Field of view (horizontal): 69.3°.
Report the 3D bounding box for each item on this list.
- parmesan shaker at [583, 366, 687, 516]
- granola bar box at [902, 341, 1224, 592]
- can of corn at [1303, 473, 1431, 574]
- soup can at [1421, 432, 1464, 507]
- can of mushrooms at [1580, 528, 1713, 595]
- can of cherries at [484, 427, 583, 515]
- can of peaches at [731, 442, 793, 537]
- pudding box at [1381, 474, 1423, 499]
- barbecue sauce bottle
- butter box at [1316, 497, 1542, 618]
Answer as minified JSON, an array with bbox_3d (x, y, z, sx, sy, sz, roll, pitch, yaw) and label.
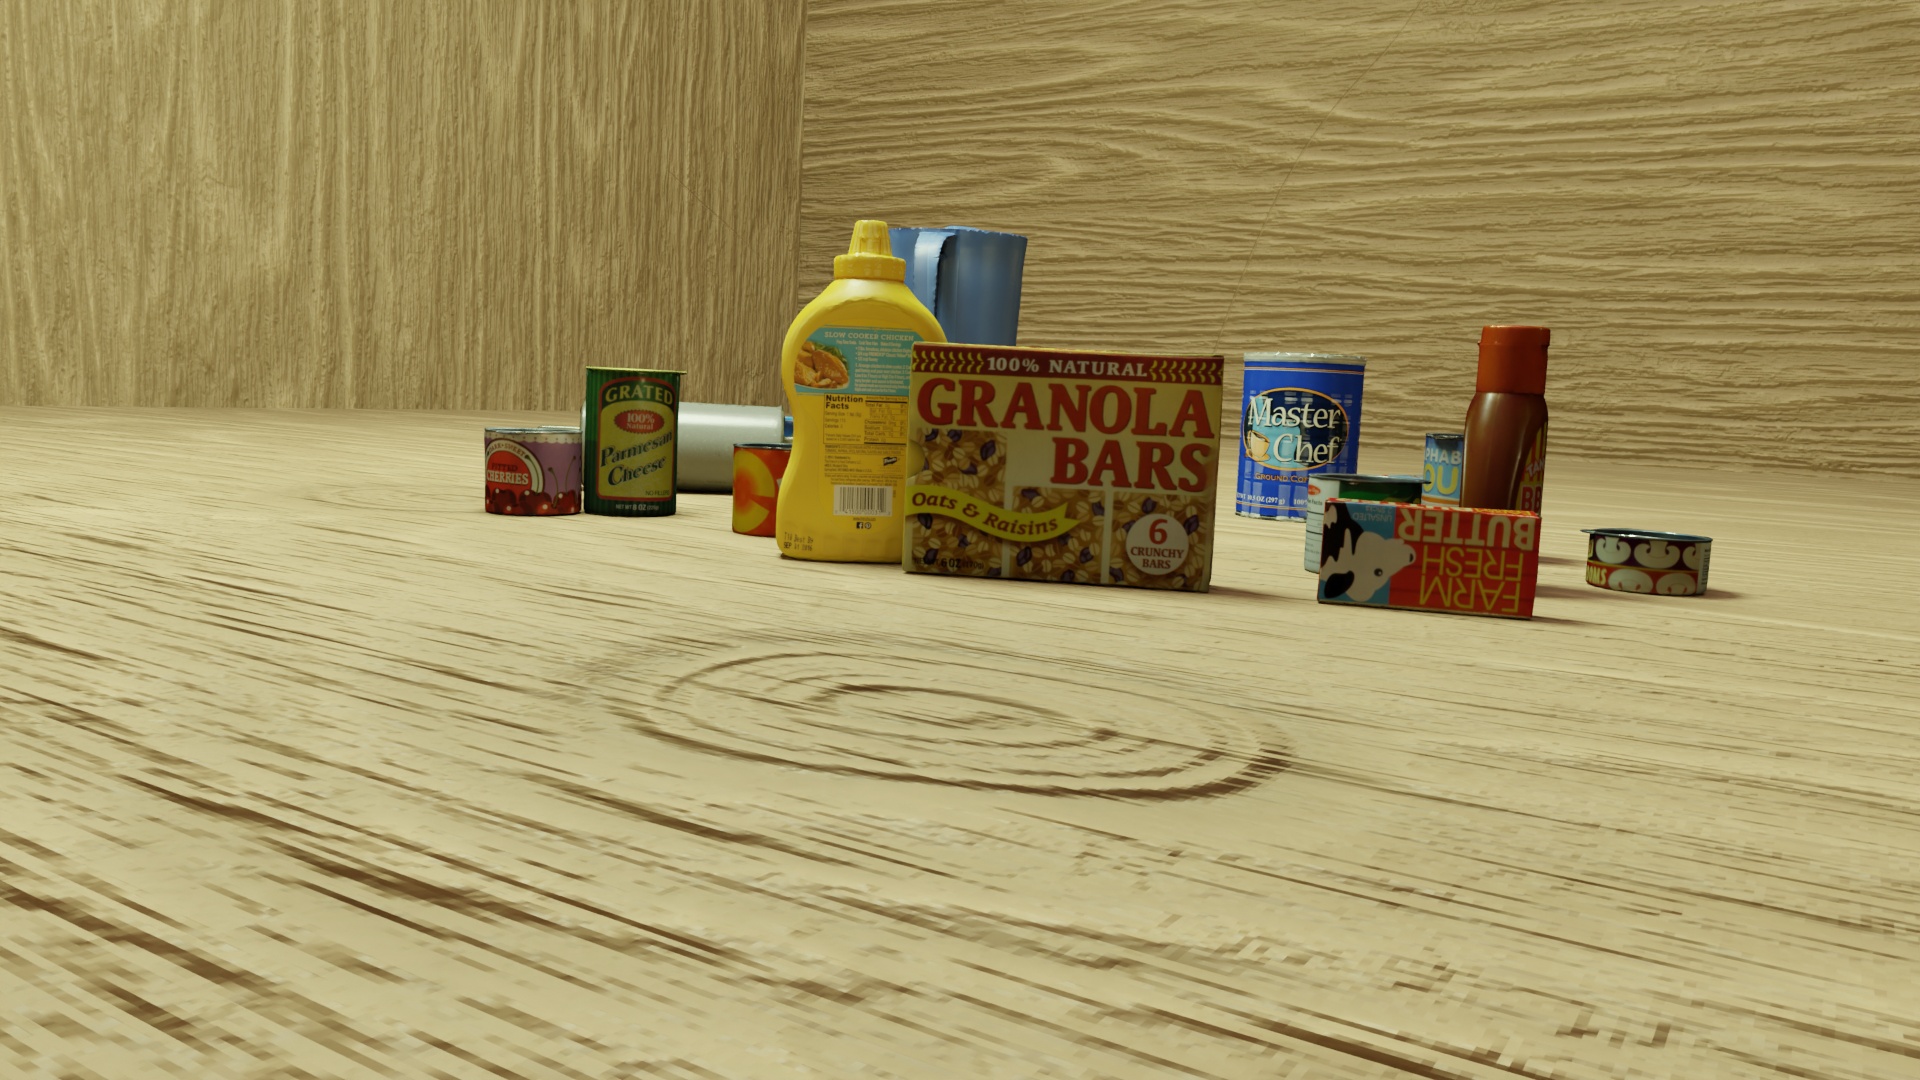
[{"bbox_3d":[-0.231,-0.071,0.990,0.071,0.103,0.071,3,6,0],"label":"parmesan shaker"},{"bbox_3d":[0.054,-0.041,0.742,0.165,0.124,0.039,3,6,9],"label":"granola bar box"},{"bbox_3d":[0.243,-0.009,0.830,0.071,0.058,0.071,3,6,0],"label":"can of corn"},{"bbox_3d":[0.347,-0.031,0.949,0.071,0.083,0.071,3,6,0],"label":"soup can"},{"bbox_3d":[0.404,0.012,0.821,0.071,0.033,0.071,3,6,0],"label":"can of mushrooms"},{"bbox_3d":[-0.299,-0.049,0.967,0.071,0.058,0.071,3,6,0],"label":"can of cherries"},{"bbox_3d":[-0.115,-0.034,0.908,0.071,0.058,0.071,3,6,0],"label":"can of peaches"},{"bbox_3d":[0.354,-0.026,1.060,0.084,0.049,0.030,-2,8,-38],"label":"pudding box"},{"bbox_3d":[0.308,-0.047,0.788,0.043,0.148,0.065,7,7,36],"label":"barbecue sauce bottle"},{"bbox_3d":[0.234,0.008,0.696,0.103,0.053,0.024,4,6,16],"label":"butter box"}]
